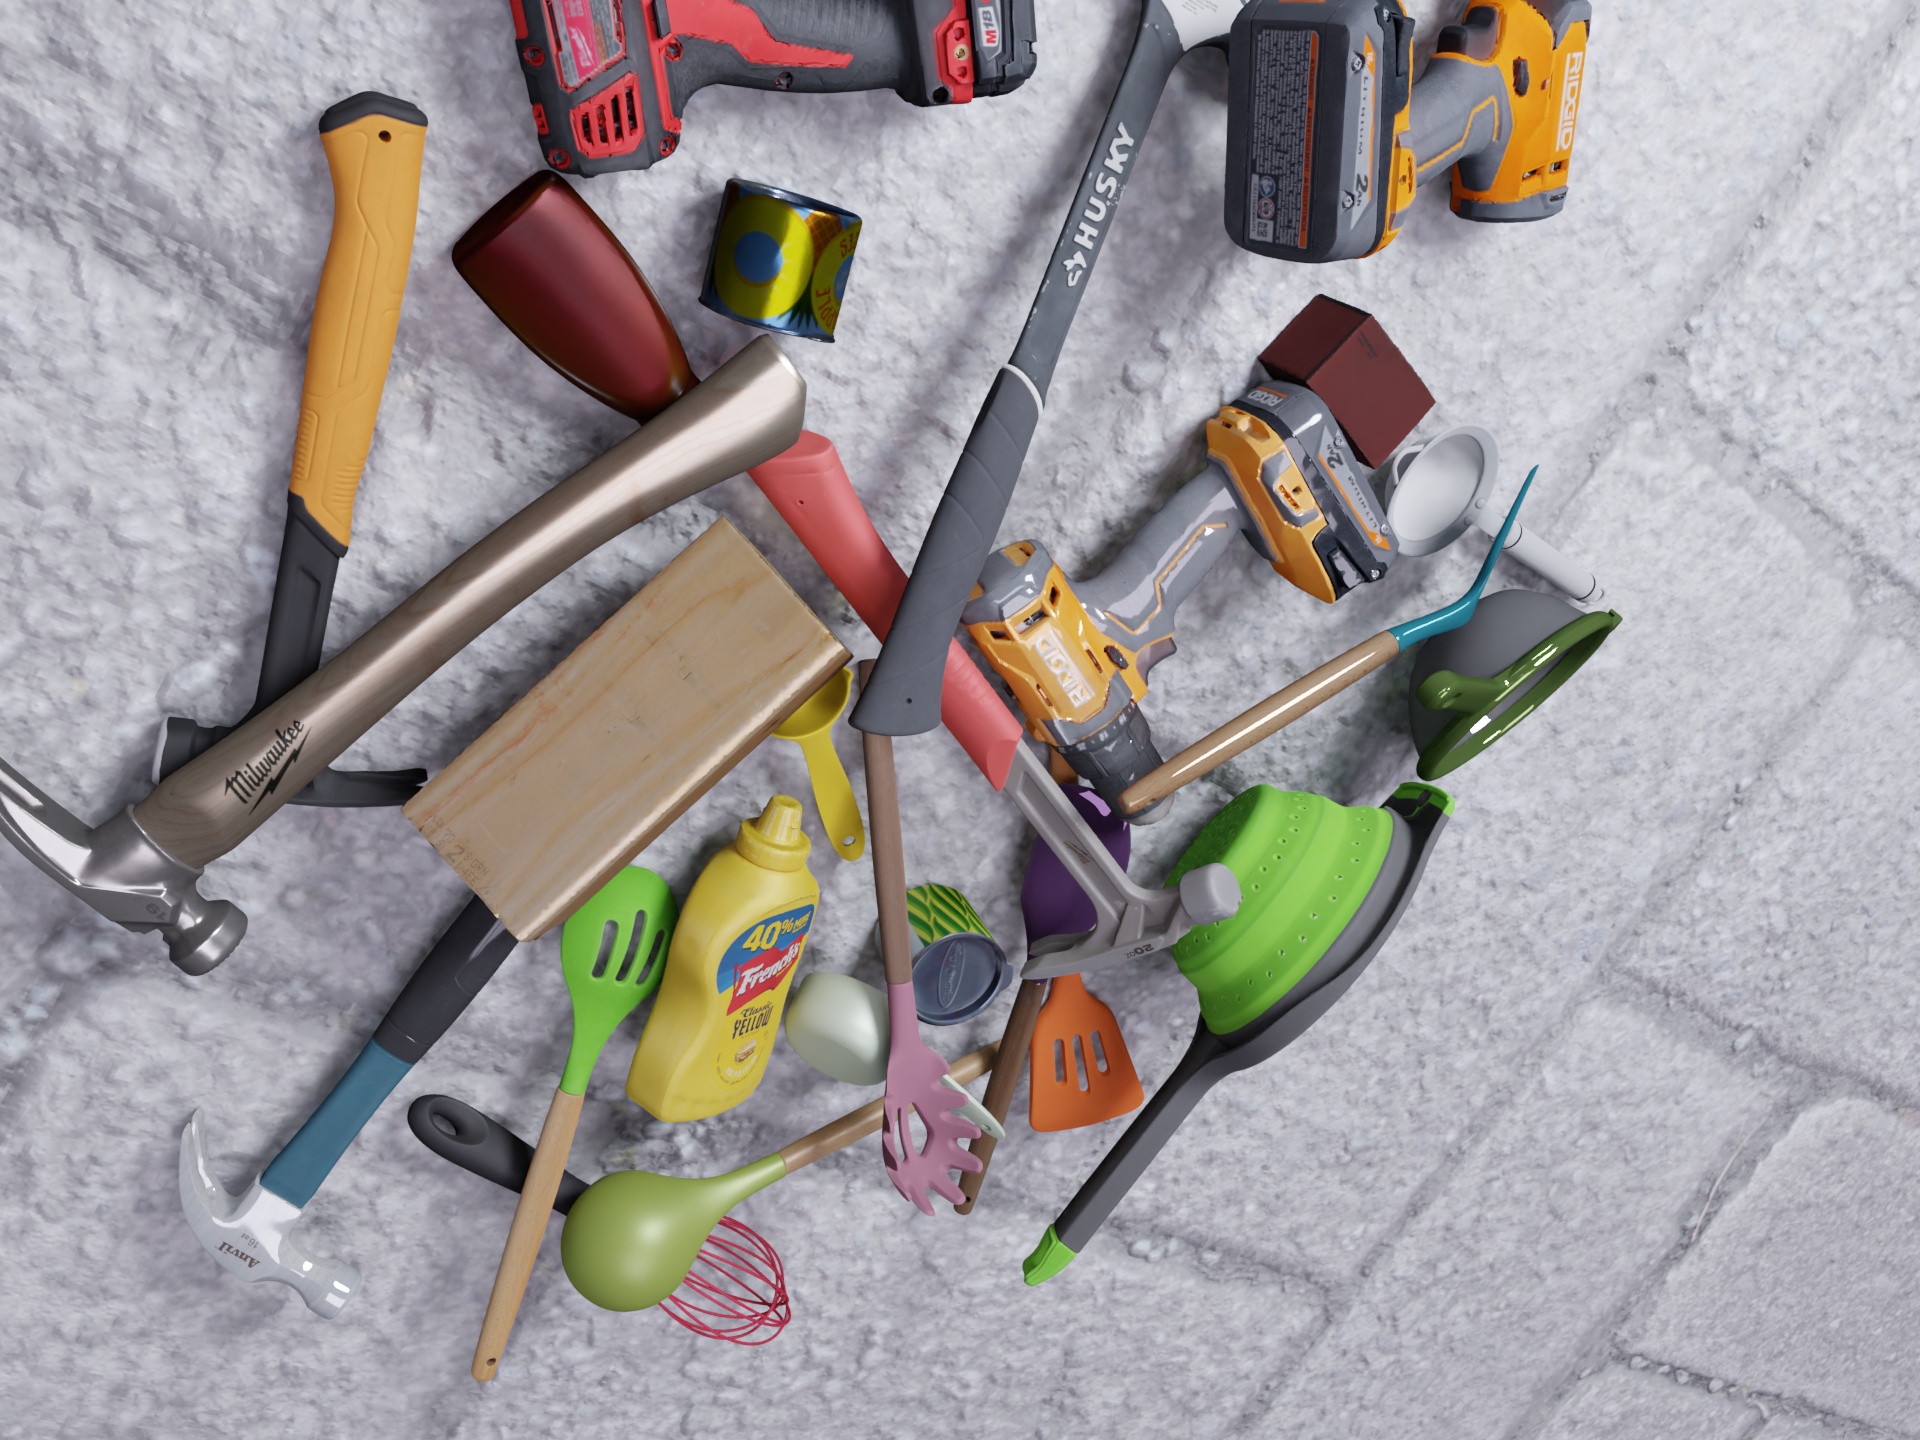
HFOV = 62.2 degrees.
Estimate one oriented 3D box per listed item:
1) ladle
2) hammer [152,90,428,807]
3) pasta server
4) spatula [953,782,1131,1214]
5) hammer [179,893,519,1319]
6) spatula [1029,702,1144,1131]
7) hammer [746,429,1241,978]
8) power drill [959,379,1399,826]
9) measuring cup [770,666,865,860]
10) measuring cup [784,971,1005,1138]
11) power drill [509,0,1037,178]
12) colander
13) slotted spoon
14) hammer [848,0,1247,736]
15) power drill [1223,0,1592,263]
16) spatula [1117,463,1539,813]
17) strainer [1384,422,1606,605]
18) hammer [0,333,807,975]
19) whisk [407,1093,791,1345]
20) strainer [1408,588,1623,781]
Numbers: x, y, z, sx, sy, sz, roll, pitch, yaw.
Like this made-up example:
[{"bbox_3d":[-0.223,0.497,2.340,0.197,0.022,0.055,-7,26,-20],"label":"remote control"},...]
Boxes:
[{"bbox_3d":[-0.092,0.262,0.977,0.320,0.078,0.062,-20,168,-32],"label":"ladle"},{"bbox_3d":[-0.283,-0.113,0.733,0.127,0.034,0.336,8,112,-25],"label":"hammer"},{"bbox_3d":[-0.032,0.122,0.900,0.060,0.040,0.316,-11,100,-37],"label":"pasta server"},{"bbox_3d":[0.043,0.184,1.000,0.059,0.018,0.315,15,111,-5],"label":"spatula"},{"bbox_3d":[-0.296,0.167,0.861,0.128,0.033,0.331,38,94,-16],"label":"hammer"},{"bbox_3d":[0.071,0.118,0.998,0.081,0.041,0.322,-10,118,-12],"label":"spatula"},{"bbox_3d":[-0.001,-0.003,0.864,0.149,0.037,0.358,-24,114,35],"label":"hammer"},{"bbox_3d":[0.130,-0.060,0.895,0.226,0.084,0.185,-35,114,0],"label":"power drill"},{"bbox_3d":[-0.081,0.017,0.894,0.062,0.029,0.156,-23,129,-10],"label":"measuring cup"},{"bbox_3d":[-0.038,0.217,0.963,0.167,0.083,0.038,44,53,-17],"label":"measuring cup"},{"bbox_3d":[-0.085,-0.324,0.684,0.219,0.079,0.143,-14,120,-12],"label":"power drill"},{"bbox_3d":[0.137,0.172,0.986,0.094,0.204,0.397,38,91,-2],"label":"colander"},{"bbox_3d":[-0.226,0.233,0.902,0.070,0.031,0.314,15,98,-33],"label":"slotted spoon"},{"bbox_3d":[0.034,-0.182,0.777,0.149,0.036,0.409,21,92,-27],"label":"hammer"},{"bbox_3d":[0.232,-0.320,0.788,0.226,0.084,0.164,-24,125,-34],"label":"power drill"},{"bbox_3d":[0.211,-0.038,0.883,0.317,0.044,0.082,-30,154,-17],"label":"spatula"},{"bbox_3d":[0.330,-0.119,0.985,0.258,0.050,0.087,23,108,-36],"label":"strainer"},{"bbox_3d":[-0.249,-0.050,0.734,0.410,0.038,0.146,-37,122,1],"label":"hammer"},{"bbox_3d":[-0.212,0.303,0.968,0.073,0.073,0.295,-46,118,5],"label":"whisk"},{"bbox_3d":[0.301,-0.034,0.955,0.151,0.069,0.256,-47,158,23],"label":"strainer"}]
